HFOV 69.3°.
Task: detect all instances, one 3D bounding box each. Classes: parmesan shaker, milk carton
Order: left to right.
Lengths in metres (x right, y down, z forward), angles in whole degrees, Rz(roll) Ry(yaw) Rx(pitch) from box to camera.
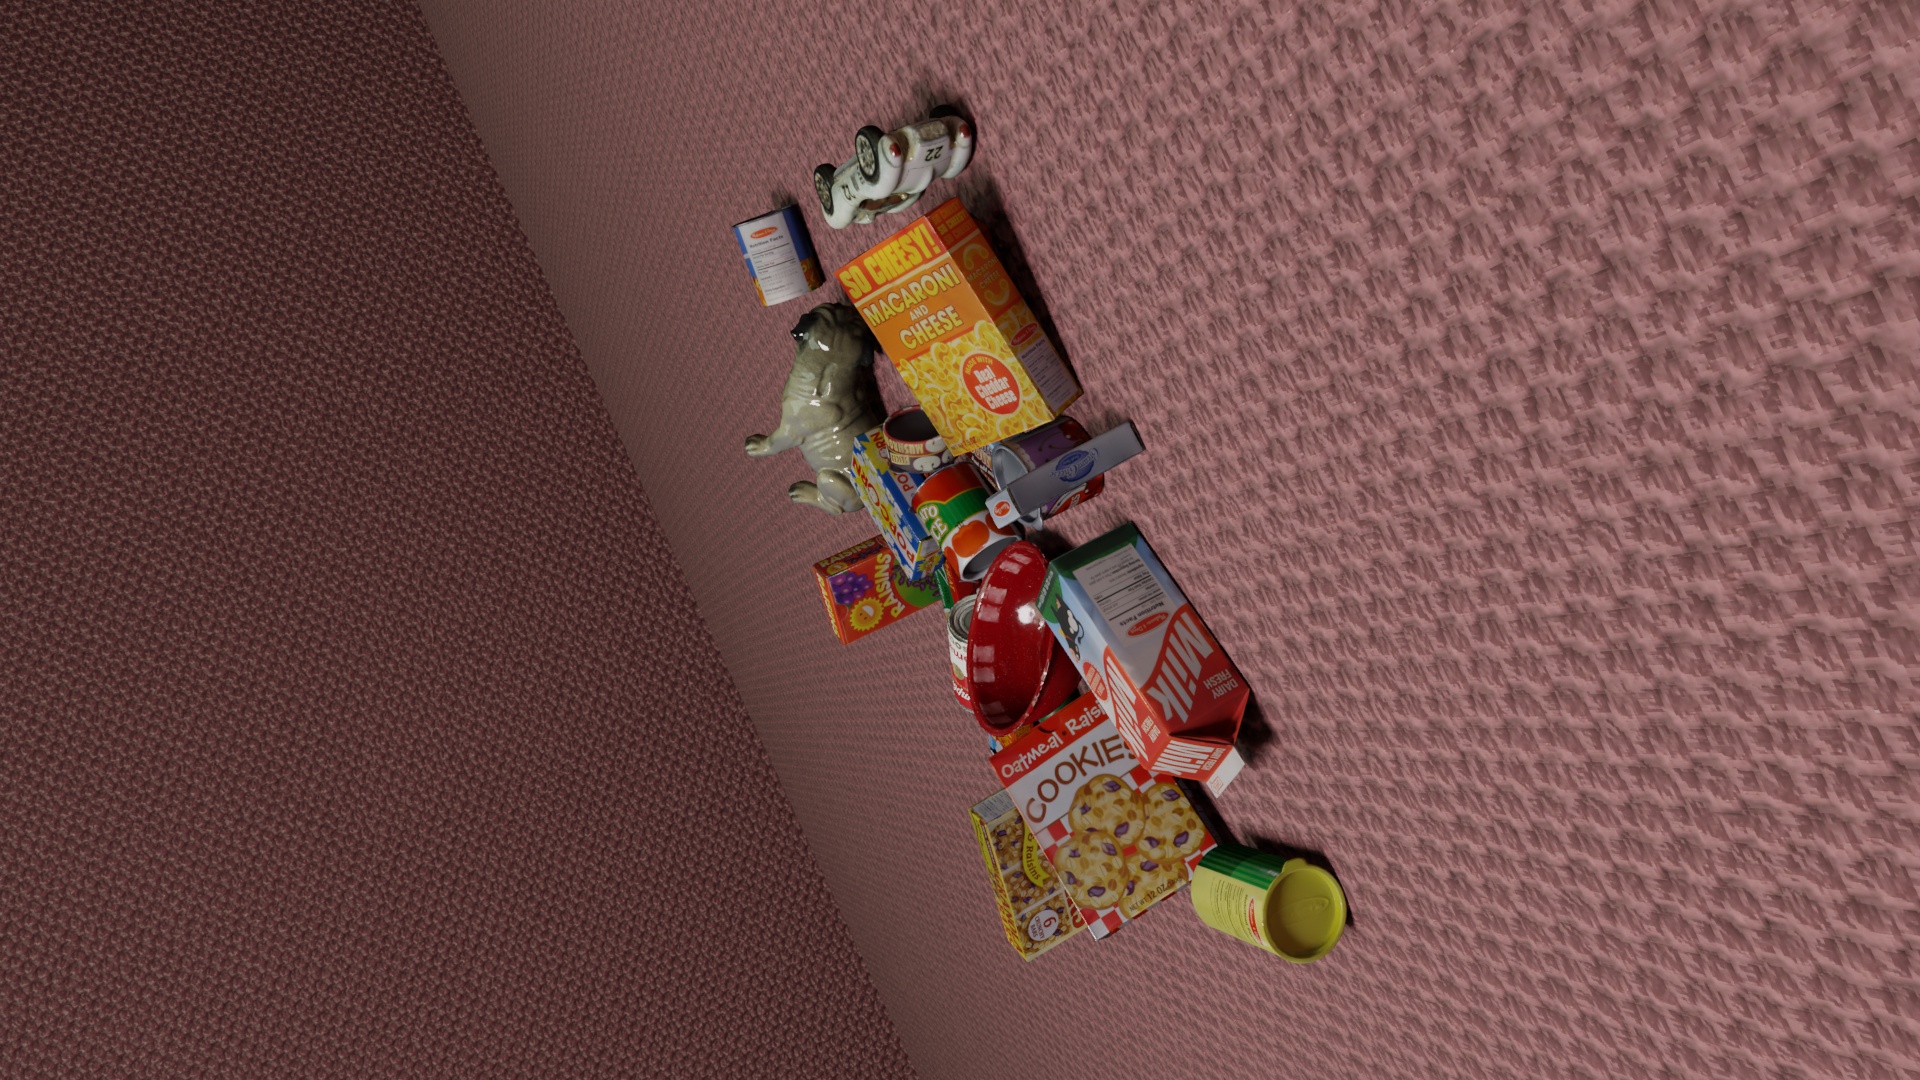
[{"bbox_3d":[0.137,0.091,0.984,0.191,0.074,0.072,57,159,22],"label":"milk carton"},{"bbox_3d":[0.216,0.252,0.987,0.071,0.071,0.103,67,162,-5],"label":"parmesan shaker"}]

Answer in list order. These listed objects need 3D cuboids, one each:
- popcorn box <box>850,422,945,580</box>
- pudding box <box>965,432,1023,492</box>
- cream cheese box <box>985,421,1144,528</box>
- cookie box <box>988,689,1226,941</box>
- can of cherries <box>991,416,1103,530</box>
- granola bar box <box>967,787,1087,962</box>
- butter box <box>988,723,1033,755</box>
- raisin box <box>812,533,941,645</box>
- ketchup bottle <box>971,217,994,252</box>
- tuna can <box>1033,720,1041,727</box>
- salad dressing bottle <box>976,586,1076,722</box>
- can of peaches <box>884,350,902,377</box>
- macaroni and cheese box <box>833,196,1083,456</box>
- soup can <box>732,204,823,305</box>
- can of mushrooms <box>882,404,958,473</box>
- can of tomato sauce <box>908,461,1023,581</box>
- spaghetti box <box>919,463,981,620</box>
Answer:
[{"bbox_3d":[-0.057,-0.036,1.302,0.127,0.038,0.084,58,160,20],"label":"popcorn box"},{"bbox_3d":[0.025,-0.082,1.135,0.084,0.030,0.049,51,156,35],"label":"pudding box"},{"bbox_3d":[0.070,-0.045,0.947,0.024,0.104,0.053,62,162,0],"label":"cream cheese box"},{"bbox_3d":[0.118,0.212,1.108,0.168,0.123,0.040,58,-169,20],"label":"cookie box"},{"bbox_3d":[0.065,-0.049,1.026,0.072,0.058,0.071,51,156,34],"label":"can of cherries"},{"bbox_3d":[0.086,0.291,1.288,0.039,0.124,0.164,33,143,57],"label":"granola bar box"},{"bbox_3d":[0.047,0.182,1.305,0.053,0.024,0.103,51,158,39],"label":"butter box"},{"bbox_3d":[-0.081,0.042,1.425,0.040,0.124,0.085,38,147,53],"label":"raisin box"},{"bbox_3d":[0.005,-0.170,1.055,0.065,0.044,0.148,32,144,44],"label":"ketchup bottle"},{"bbox_3d":[0.080,0.172,1.297,0.071,0.033,0.070,52,157,33],"label":"tuna can"},{"bbox_3d":[0.064,0.101,1.236,0.147,0.044,0.064,65,162,-1],"label":"salad dressing bottle"},{"bbox_3d":[-0.028,-0.171,1.123,0.071,0.058,0.071,51,157,32],"label":"can of peaches"},{"bbox_3d":[-0.003,-0.151,1.007,0.123,0.040,0.166,-16,111,52],"label":"macaroni and cheese box"},{"bbox_3d":[-0.180,-0.284,1.379,0.071,0.071,0.083,20,133,64],"label":"soup can"},{"bbox_3d":[-0.036,-0.089,1.224,0.071,0.071,0.033,44,150,46],"label":"can of mushrooms"},{"bbox_3d":[0.004,-0.015,1.210,0.083,0.071,0.071,56,159,23],"label":"can of tomato sauce"},{"bbox_3d":[-0.010,0.008,1.341,0.050,0.029,0.248,38,148,54],"label":"spaghetti box"}]
